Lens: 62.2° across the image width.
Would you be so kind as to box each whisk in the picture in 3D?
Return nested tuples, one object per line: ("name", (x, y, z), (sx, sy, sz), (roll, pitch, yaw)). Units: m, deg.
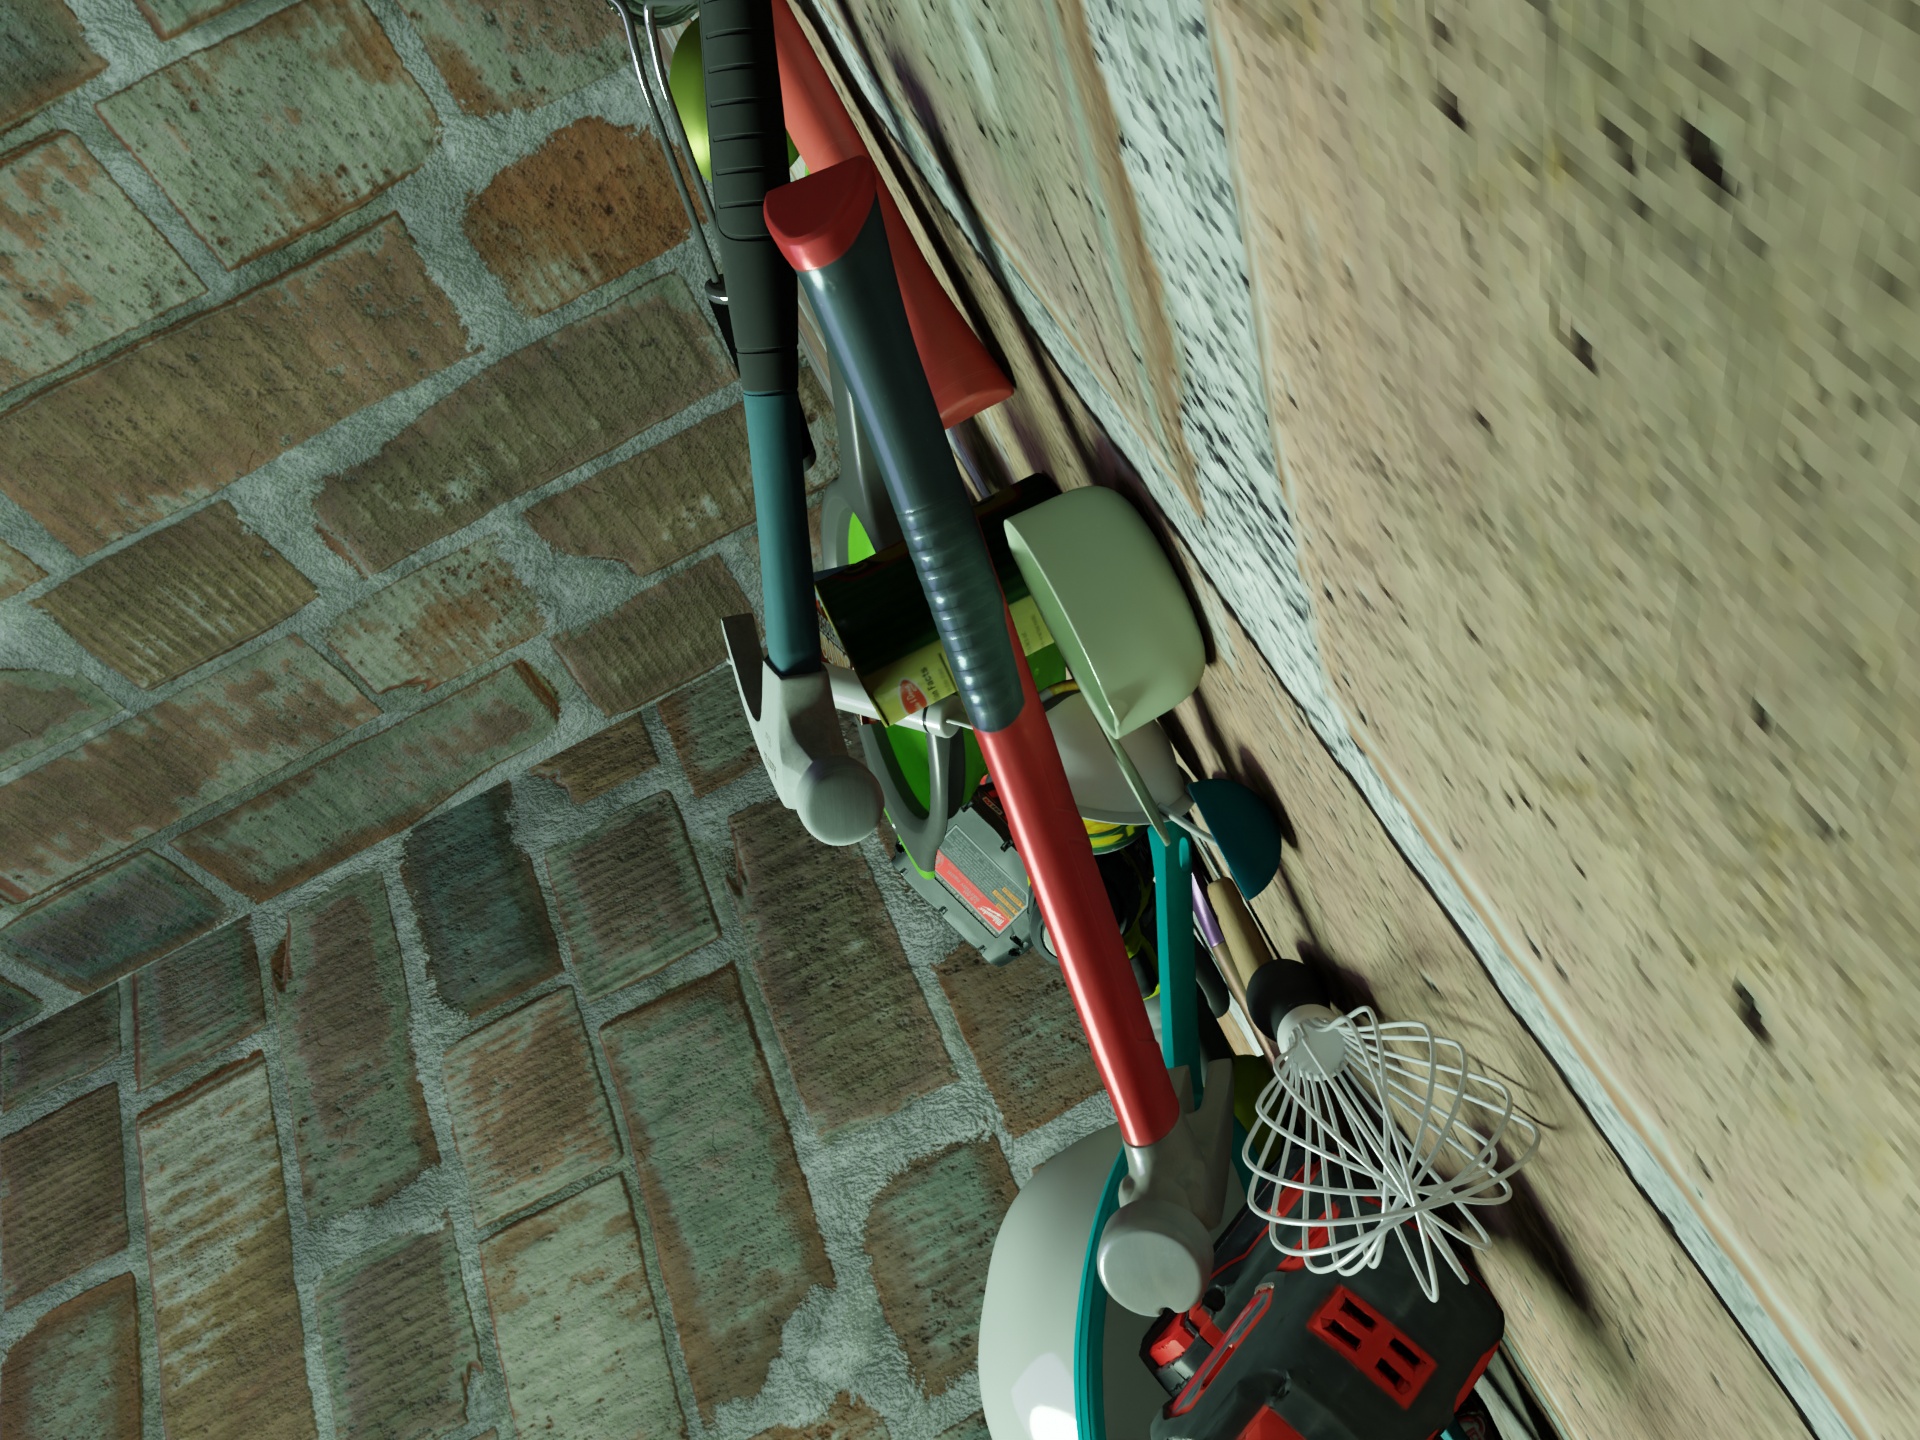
("whisk", (0.114, 0.105, 0.486), (0.070, 0.070, 0.284), (63, -175, 2))
("whisk", (0.089, 0.070, 1.052), (0.296, 0.073, 0.073), (56, 178, 20))

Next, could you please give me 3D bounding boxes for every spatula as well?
("spatula", (0.142, 0.132, 0.784), (0.316, 0.018, 0.059), (63, 179, 16))
("spatula", (0.181, 0.207, 0.657), (0.082, 0.044, 0.318), (61, -174, -73))

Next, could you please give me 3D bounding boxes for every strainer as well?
("strainer", (0.068, 0.212, 0.730), (0.210, 0.095, 0.340), (21, -115, -56))
("strainer", (-0.001, -0.002, 0.681), (0.087, 0.258, 0.050), (-25, -57, -53))

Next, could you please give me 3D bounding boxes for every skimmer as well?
("skimmer", (-0.133, -0.211, 0.677), (0.127, 0.090, 0.362), (19, 153, 23))

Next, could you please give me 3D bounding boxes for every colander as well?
("colander", (-0.010, -0.107, 0.814), (0.205, 0.094, 0.396), (-123, 23, -53))

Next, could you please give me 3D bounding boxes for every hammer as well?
("hammer", (-0.067, -0.130, 0.559), (0.128, 0.033, 0.331), (-141, 46, -67))
("hammer", (0.022, 0.001, 0.552), (0.143, 0.038, 0.386), (-52, -55, -67))
("hammer", (-0.076, -0.274, 0.614), (0.359, 0.036, 0.149), (63, 180, 9))

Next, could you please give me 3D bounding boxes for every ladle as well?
("ladle", (-0.108, -0.311, 0.837), (0.320, 0.062, 0.078), (-108, 14, -75))

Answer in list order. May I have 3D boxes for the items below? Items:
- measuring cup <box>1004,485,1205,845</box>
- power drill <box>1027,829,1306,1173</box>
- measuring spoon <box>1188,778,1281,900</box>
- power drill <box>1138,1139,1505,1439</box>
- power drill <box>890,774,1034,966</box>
("measuring cup", (0.061, -0.010, 0.523), (0.083, 0.038, 0.167), (62, -179, 41))
("power drill", (0.106, 0.158, 0.862), (0.228, 0.080, 0.190), (63, -165, -5))
("measuring spoon", (0.097, 0.032, 0.555), (0.042, 0.021, 0.128), (62, -171, -1))
("power drill", (0.096, 0.232, 0.525), (0.080, 0.188, 0.226), (37, -179, 16))
("power drill", (0.048, 0.083, 1.137), (0.143, 0.078, 0.220), (44, -157, 4))
